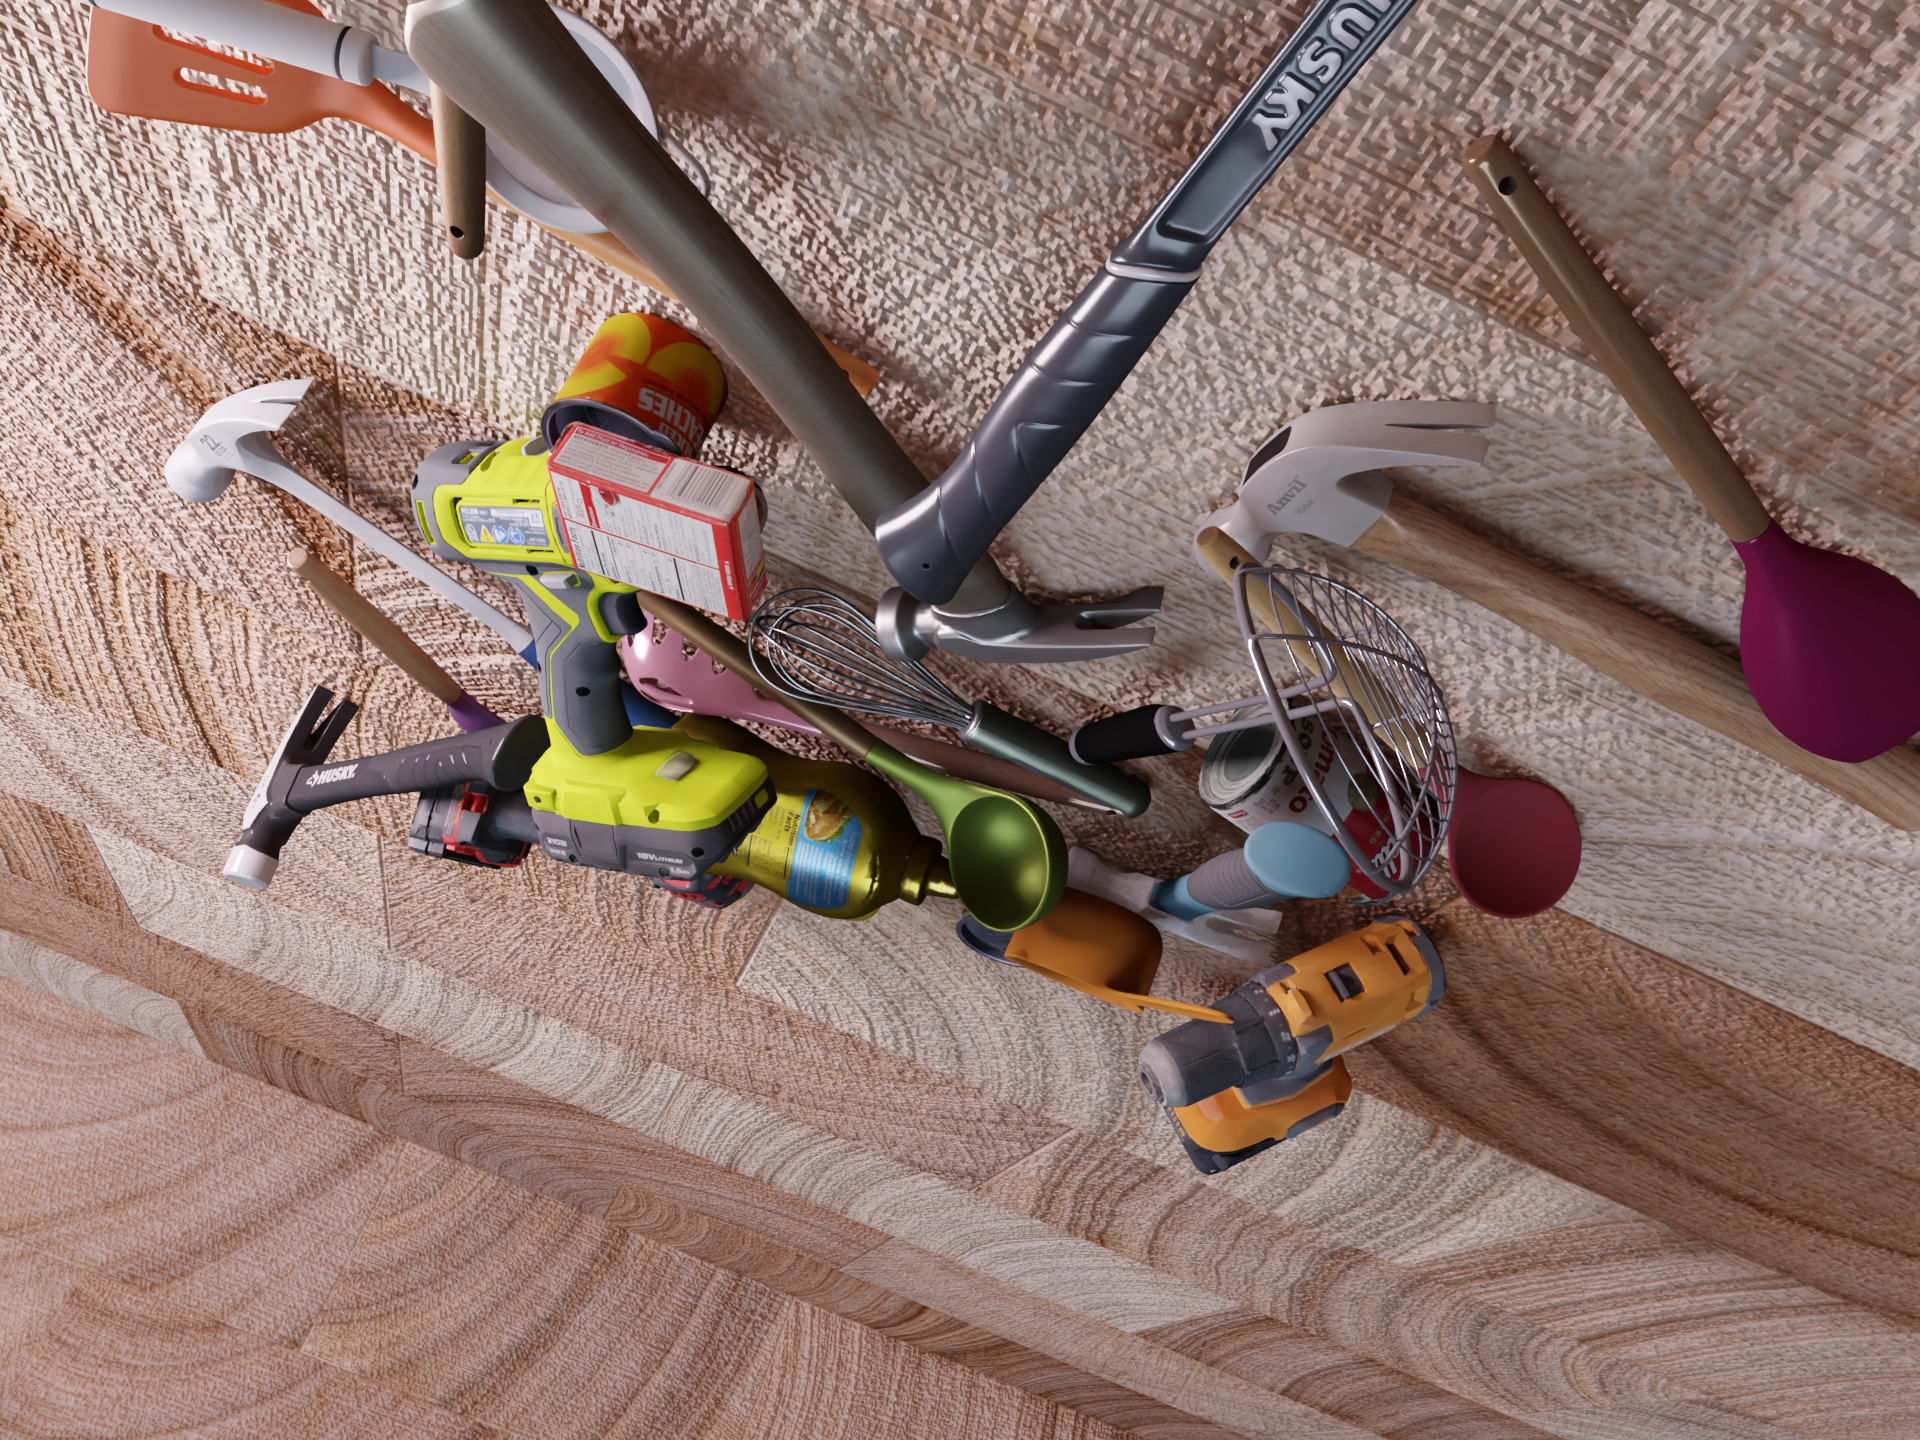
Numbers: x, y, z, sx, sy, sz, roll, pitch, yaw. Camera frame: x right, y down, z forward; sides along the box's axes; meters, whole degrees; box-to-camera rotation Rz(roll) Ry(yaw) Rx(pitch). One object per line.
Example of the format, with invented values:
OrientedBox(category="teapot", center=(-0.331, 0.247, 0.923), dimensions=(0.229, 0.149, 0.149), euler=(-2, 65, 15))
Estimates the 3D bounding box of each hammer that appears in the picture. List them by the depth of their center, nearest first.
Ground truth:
OrientedBox(category="hammer", center=(0.078, -0.158, 0.509), dimensions=(0.149, 0.036, 0.408), euler=(27, 140, -14))
OrientedBox(category="hammer", center=(-0.054, -0.133, 0.628), dimensions=(0.146, 0.038, 0.410), euler=(0, 153, 29))
OrientedBox(category="hammer", center=(0.268, -0.036, 0.653), dimensions=(0.331, 0.031, 0.130), euler=(25, 150, -8))
OrientedBox(category="hammer", center=(0.133, 0.087, 0.834), dimensions=(0.128, 0.033, 0.331), euler=(21, 169, 0))
OrientedBox(category="hammer", center=(-0.265, -0.054, 0.947), dimensions=(0.405, 0.035, 0.144), euler=(38, 146, -26))
OrientedBox(category="hammer", center=(-0.367, 0.029, 1.028), dimensions=(0.335, 0.146, 0.035), euler=(-9, 146, 42))

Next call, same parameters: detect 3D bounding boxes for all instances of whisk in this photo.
OrientedBox(category="whisk", center=(-0.001, -0.003, 0.860), dimensions=(0.246, 0.059, 0.058), euler=(26, -172, -16))

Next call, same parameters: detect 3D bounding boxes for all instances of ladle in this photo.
OrientedBox(category="ladle", center=(0.196, 0.005, 0.715), dimensions=(0.315, 0.069, 0.031), euler=(37, -178, -37))
OrientedBox(category="ladle", center=(-0.075, 0.006, 0.876), dimensions=(0.320, 0.062, 0.078), euler=(35, 123, -6))

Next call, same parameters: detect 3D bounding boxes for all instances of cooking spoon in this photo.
OrientedBox(category="cooking spoon", center=(0.270, -0.085, 0.568), dimensions=(0.068, 0.017, 0.318), euler=(-38, 117, 21))

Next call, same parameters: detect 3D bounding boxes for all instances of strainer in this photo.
OrientedBox(category="strainer", center=(-0.211, -0.242, 0.579), dimensions=(0.258, 0.050, 0.086), euler=(15, 136, -4))

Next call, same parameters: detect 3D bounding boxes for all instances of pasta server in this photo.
OrientedBox(category="pasta server", center=(-0.050, 0.004, 0.921), dimensions=(0.316, 0.040, 0.060), euler=(15, 150, 2))

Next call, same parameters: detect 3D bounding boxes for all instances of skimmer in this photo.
OrientedBox(category="skimmer", center=(0.094, 0.011, 0.683), dimensions=(0.127, 0.090, 0.363), euler=(61, 163, -4))

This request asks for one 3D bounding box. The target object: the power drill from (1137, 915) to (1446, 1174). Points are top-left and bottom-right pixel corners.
OrientedBox(category="power drill", center=(0.180, 0.209, 0.973), dimensions=(0.185, 0.084, 0.226), euler=(-21, 155, -16))

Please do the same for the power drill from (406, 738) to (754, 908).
OrientedBox(category="power drill", center=(-0.245, 0.078, 1.082), dimensions=(0.219, 0.078, 0.143), euler=(12, 171, 9))

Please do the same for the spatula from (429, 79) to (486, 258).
OrientedBox(category="spatula", center=(-0.150, -0.272, 0.481), dimensions=(0.082, 0.044, 0.317), euler=(20, 144, -1))

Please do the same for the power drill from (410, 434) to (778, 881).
OrientedBox(category="power drill", center=(-0.169, -0.035, 0.817), dimensions=(0.190, 0.080, 0.228), euler=(6, 121, 26))

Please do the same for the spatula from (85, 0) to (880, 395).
OrientedBox(category="spatula", center=(-0.179, -0.208, 0.640), dimensions=(0.322, 0.041, 0.081), euler=(26, 125, -13))

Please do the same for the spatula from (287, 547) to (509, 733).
OrientedBox(category="spatula", center=(-0.335, -0.028, 1.001), dimensions=(0.060, 0.018, 0.315), euler=(14, 161, 15))

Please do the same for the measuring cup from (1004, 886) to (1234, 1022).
OrientedBox(category="measuring cup", center=(0.099, 0.133, 0.903), dimensions=(0.095, 0.052, 0.174), euler=(30, 165, -32))
